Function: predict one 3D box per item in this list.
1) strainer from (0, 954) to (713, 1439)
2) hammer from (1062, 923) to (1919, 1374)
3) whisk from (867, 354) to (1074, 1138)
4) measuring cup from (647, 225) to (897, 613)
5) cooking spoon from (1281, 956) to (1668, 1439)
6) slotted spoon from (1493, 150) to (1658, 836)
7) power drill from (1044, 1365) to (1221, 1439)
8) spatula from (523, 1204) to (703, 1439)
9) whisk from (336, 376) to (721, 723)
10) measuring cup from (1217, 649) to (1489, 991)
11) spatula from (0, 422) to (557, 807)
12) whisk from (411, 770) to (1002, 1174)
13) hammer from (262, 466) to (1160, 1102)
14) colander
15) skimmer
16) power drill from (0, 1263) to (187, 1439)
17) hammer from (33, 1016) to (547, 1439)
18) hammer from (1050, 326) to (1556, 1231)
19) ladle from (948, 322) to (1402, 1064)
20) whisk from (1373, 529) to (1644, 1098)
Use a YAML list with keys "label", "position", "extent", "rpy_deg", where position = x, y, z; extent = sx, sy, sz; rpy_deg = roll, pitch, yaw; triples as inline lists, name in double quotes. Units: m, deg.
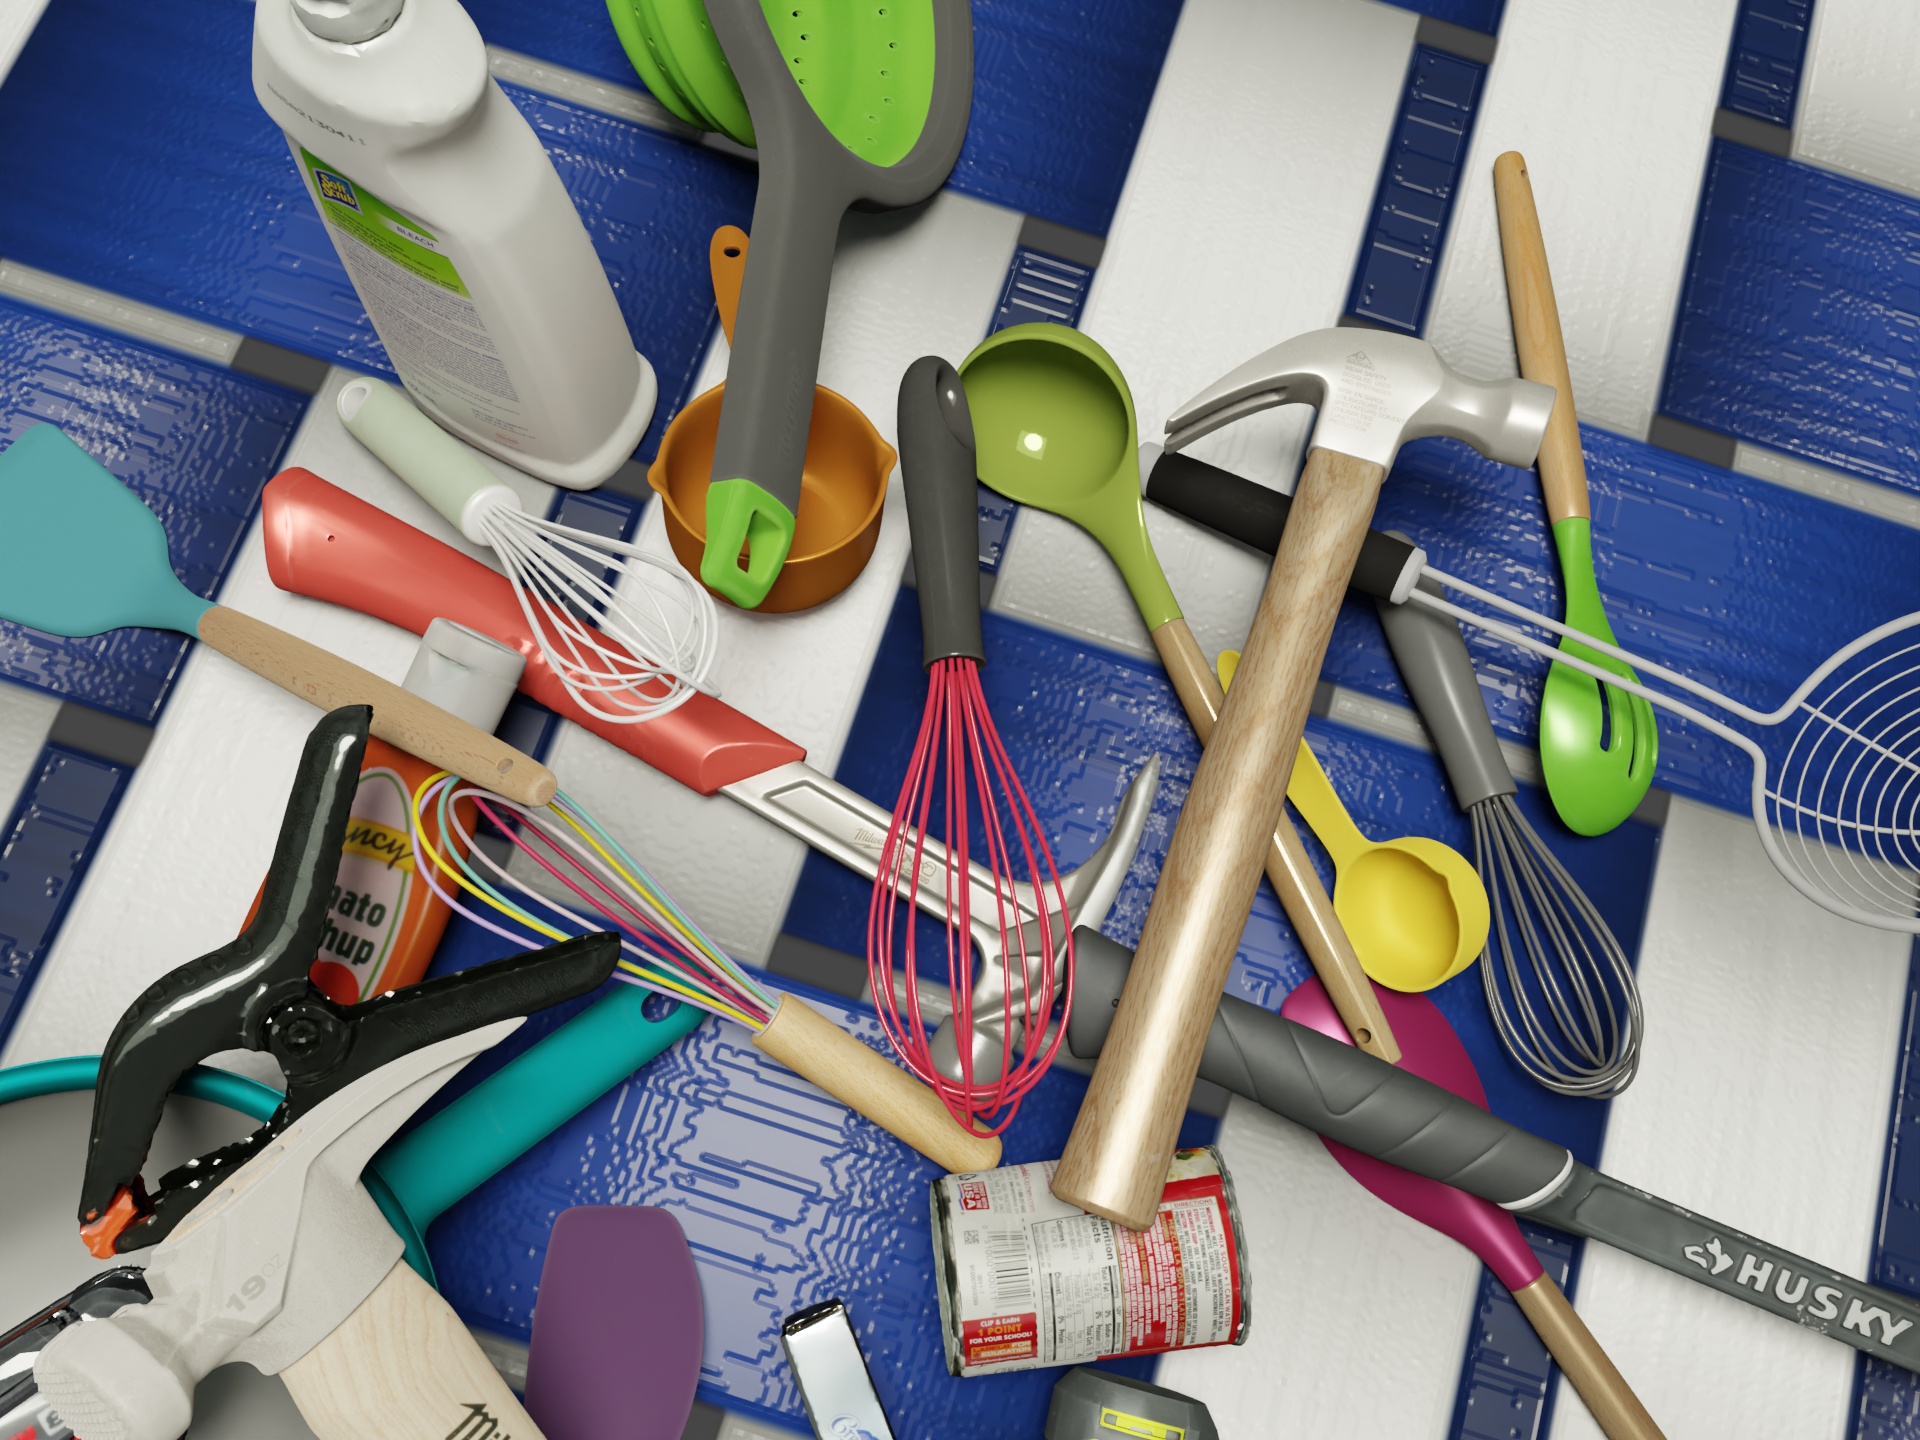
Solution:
- label: "strainer"
  position: [-0.232, 0.186, 0.534]
  extent: [0.340, 0.095, 0.211]
  rpy_deg: [-34, 90, -32]
- label: "hammer"
  position: [0.224, 0.165, 0.561]
  extent: [0.409, 0.036, 0.149]
  rpy_deg: [23, 91, 2]
- label: "whisk"
  position: [-0.001, -0.002, 0.572]
  extent: [0.073, 0.073, 0.296]
  rpy_deg: [-2, 71, -5]
- label: "measuring cup"
  position: [-0.082, -0.121, 0.644]
  extent: [0.095, 0.052, 0.174]
  rpy_deg: [-8, 62, -11]
- label: "cooking spoon"
  position: [0.224, 0.228, 0.584]
  extent: [0.069, 0.017, 0.319]
  rpy_deg: [-31, 78, -12]
- label: "slotted spoon"
  position: [0.252, -0.107, 0.670]
  extent: [0.070, 0.031, 0.314]
  rpy_deg: [11, 68, -34]
- label: "power drill"
  position: [0.121, 0.329, 0.521]
  extent: [0.223, 0.080, 0.171]
  rpy_deg: [14, 73, 3]
- label: "spatula"
  position: [-0.119, 0.305, 0.488]
  extent: [0.059, 0.018, 0.316]
  rpy_deg: [2, 54, -3]
- label: "whisk"
  position: [-0.166, -0.071, 0.580]
  extent: [0.247, 0.059, 0.058]
  rpy_deg: [37, 91, 34]
- label: "measuring cup"
  position: [0.150, 0.033, 0.623]
  extent: [0.029, 0.062, 0.157]
  rpy_deg: [-9, 59, -38]
- label: "spatula"
  position: [-0.261, -0.031, 0.570]
  extent: [0.318, 0.044, 0.082]
  rpy_deg: [21, 70, 30]
- label: "whisk"
  position: [-0.084, 0.090, 0.563]
  extent: [0.245, 0.047, 0.051]
  rpy_deg: [36, 97, -12]
- label: "hammer"
  position: [-0.106, -0.006, 0.614]
  extent: [0.359, 0.036, 0.149]
  rpy_deg: [30, 74, 4]
- label: "colander"
  position: [-0.088, -0.228, 0.621]
  extent: [0.094, 0.204, 0.397]
  rpy_deg: [-4, 69, 27]
- label: "skimmer"
  position: [0.221, -0.040, 0.576]
  extent: [0.363, 0.090, 0.127]
  rpy_deg: [27, 79, 19]
- label: "power drill"
  position: [-0.209, 0.265, 0.423]
  extent: [0.143, 0.078, 0.219]
  rpy_deg: [-32, 92, -30]
- label: "hammer"
  position: [-0.075, 0.283, 0.466]
  extent: [0.410, 0.038, 0.146]
  rpy_deg: [58, 41, -12]
- label: "hammer"
  position: [0.099, 0.010, 0.556]
  extent: [0.130, 0.031, 0.331]
  rpy_deg: [18, 76, 11]
- label: "ladle"
  position: [0.085, -0.012, 0.615]
  extent: [0.062, 0.078, 0.320]
  rpy_deg: [-11, 72, -50]
- label: "whisk"
  position: [0.207, 0.031, 0.626]
  extent: [0.055, 0.055, 0.239]
  rpy_deg: [-13, 71, -8]
